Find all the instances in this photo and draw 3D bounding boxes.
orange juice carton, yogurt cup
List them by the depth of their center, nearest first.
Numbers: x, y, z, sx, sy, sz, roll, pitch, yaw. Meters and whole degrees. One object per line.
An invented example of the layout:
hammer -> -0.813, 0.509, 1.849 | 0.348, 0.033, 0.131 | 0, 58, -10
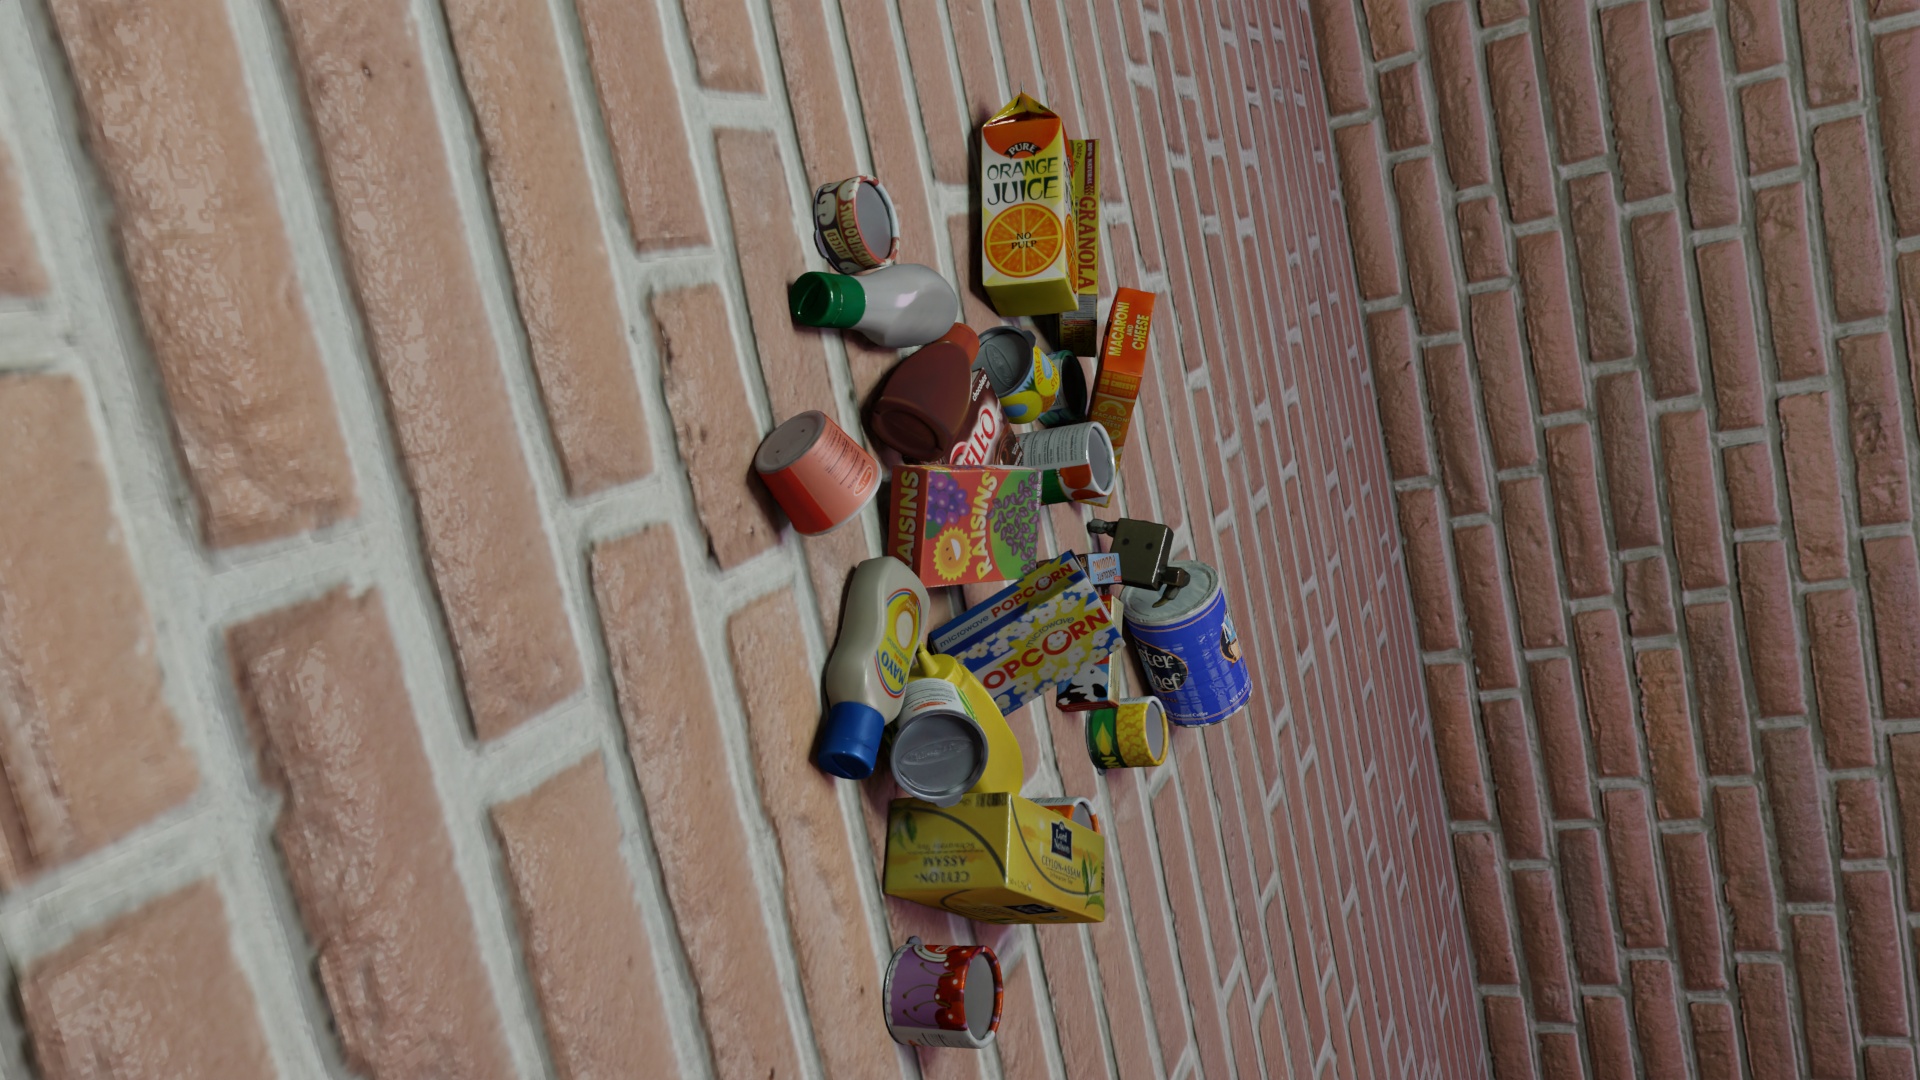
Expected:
yogurt cup -> -0.091, -0.044, 0.866 | 0.053, 0.072, 0.073 | 52, 39, -33
orange juice carton -> 0.061, -0.299, 1.212 | 0.071, 0.073, 0.193 | 46, 42, -70

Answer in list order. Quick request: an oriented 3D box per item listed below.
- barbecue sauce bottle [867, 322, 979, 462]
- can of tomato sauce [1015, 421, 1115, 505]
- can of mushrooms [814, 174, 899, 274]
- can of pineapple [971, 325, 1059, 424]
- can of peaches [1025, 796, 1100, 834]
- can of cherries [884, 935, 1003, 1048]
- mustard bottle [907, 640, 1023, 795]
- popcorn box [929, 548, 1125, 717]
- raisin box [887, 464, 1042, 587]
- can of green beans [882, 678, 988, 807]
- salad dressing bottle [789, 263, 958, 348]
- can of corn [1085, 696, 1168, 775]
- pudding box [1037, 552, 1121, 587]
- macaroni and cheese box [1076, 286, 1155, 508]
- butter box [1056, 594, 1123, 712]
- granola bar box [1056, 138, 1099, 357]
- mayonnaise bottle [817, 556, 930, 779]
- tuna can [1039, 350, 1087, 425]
barbecue sauce bottle -> -0.019, -0.117, 1.038 | 0.065, 0.043, 0.149 | 29, 36, -4
can of tomato sauce -> 0.084, -0.063, 1.195 | 0.071, 0.083, 0.071 | 27, 59, -58
can of mushrooms -> -0.073, -0.223, 0.984 | 0.071, 0.033, 0.071 | 27, 59, -60
can of pineapple -> 0.043, -0.137, 1.150 | 0.058, 0.071, 0.071 | 34, 53, -57
can of peaches -> 0.074, 0.242, 1.118 | 0.071, 0.058, 0.071 | 29, 57, -58
can of cherries -> -0.010, 0.303, 0.933 | 0.071, 0.058, 0.071 | 26, 61, -59
mustard bottle -> -0.003, 0.130, 1.006 | 0.066, 0.049, 0.159 | -59, 134, -45
popcorn box -> 0.051, 0.074, 1.047 | 0.085, 0.127, 0.038 | 57, 3, -39
raisin box -> 0.004, -0.013, 1.017 | 0.124, 0.040, 0.086 | -3, 100, -46
can of green beans -> -0.019, 0.133, 0.935 | 0.058, 0.071, 0.071 | -122, -166, -72
salad dressing bottle -> -0.059, -0.166, 0.973 | 0.044, 0.064, 0.148 | 47, 27, 19
can of corn -> 0.157, 0.182, 1.298 | 0.071, 0.058, 0.071 | 28, 58, -58
pudding box -> 0.108, 0.029, 1.255 | 0.084, 0.049, 0.030 | 1, 80, -64
macaroni and cheese box -> 0.141, -0.132, 1.289 | 0.165, 0.040, 0.124 | 98, 5, -47
butter box -> 0.117, 0.101, 1.248 | 0.024, 0.053, 0.104 | 40, 47, -50
granola bar box -> 0.111, -0.274, 1.312 | 0.124, 0.039, 0.166 | 78, 14, -69
mayonnaise bottle -> -0.059, 0.085, 0.916 | 0.064, 0.041, 0.149 | 54, 37, -41
tuna can -> 0.092, -0.142, 1.289 | 0.071, 0.033, 0.071 | 26, 60, -58
